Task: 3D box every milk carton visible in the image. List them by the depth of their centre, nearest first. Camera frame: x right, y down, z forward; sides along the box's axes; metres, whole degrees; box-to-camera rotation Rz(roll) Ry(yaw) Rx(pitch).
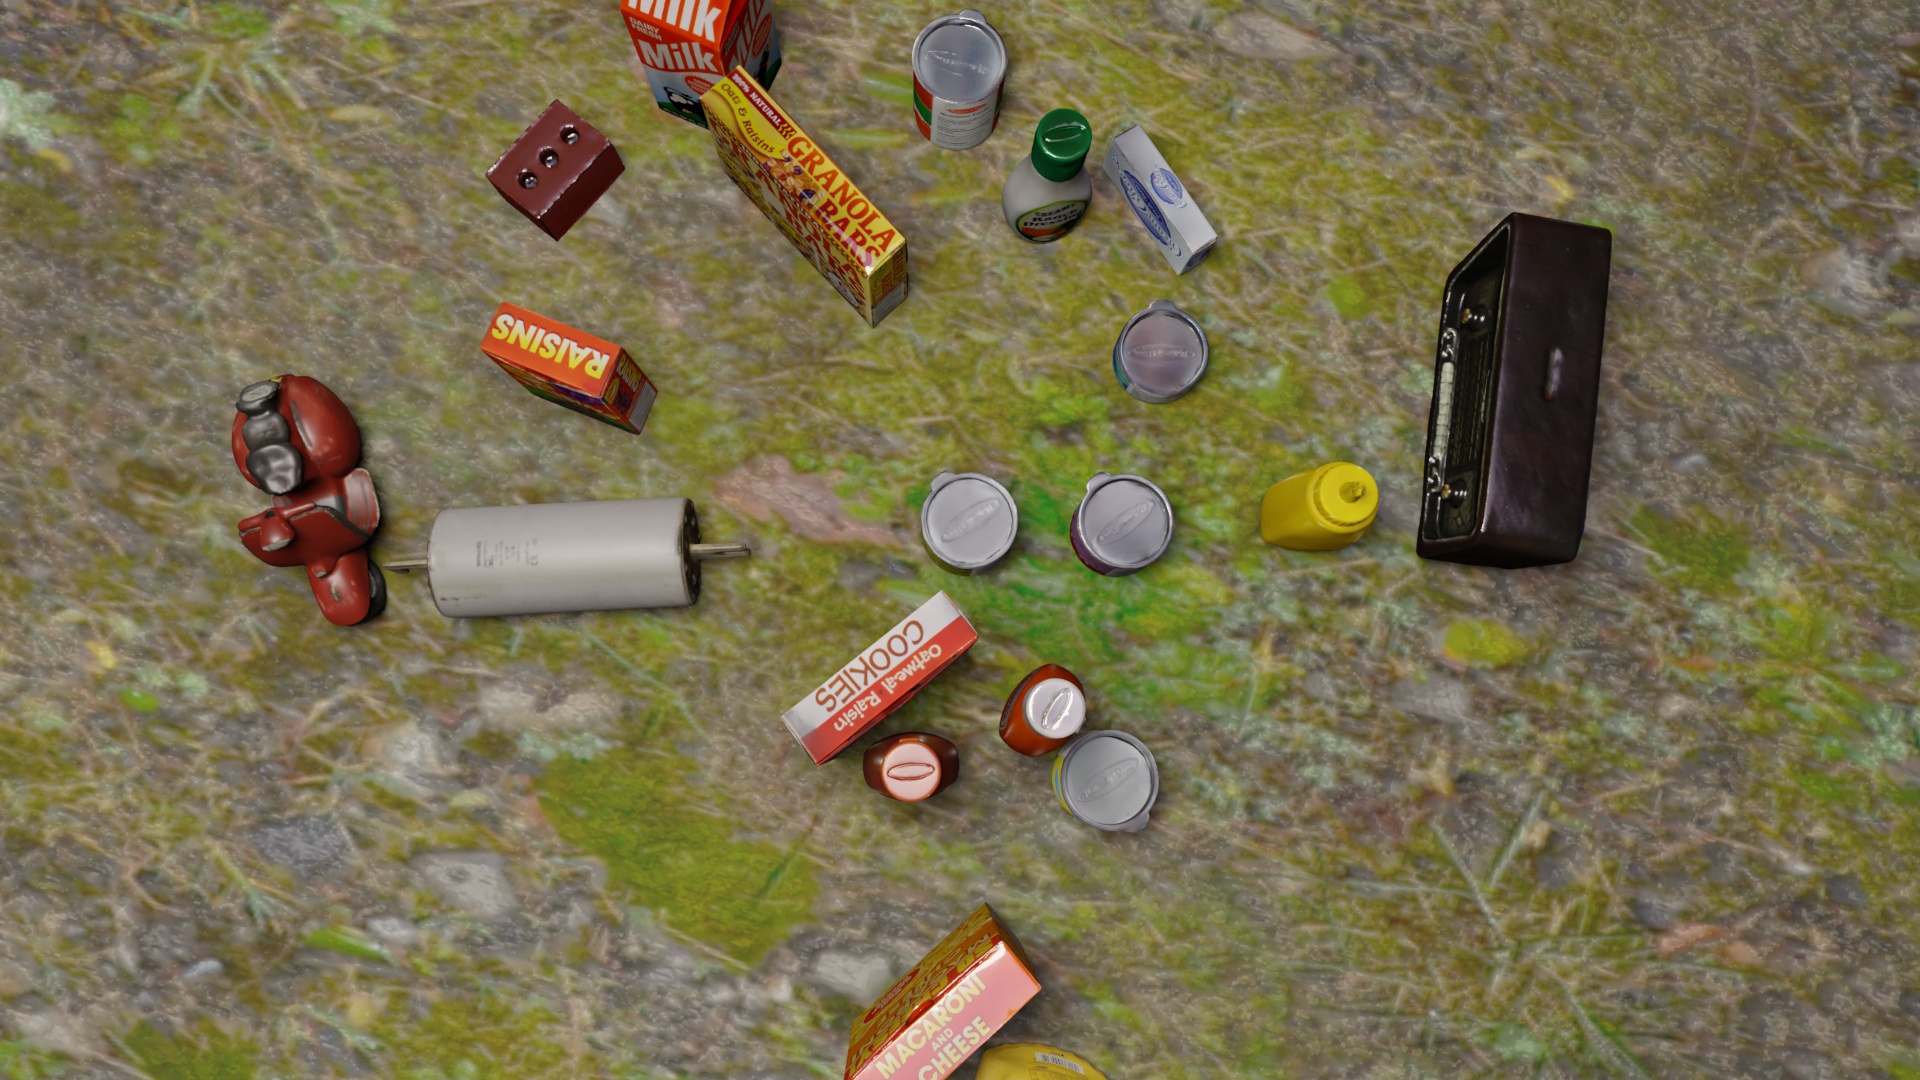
[{"bbox_3d":[-0.175,-0.351,0.944,0.072,0.190,0.073,23,82,1],"label":"milk carton"}]

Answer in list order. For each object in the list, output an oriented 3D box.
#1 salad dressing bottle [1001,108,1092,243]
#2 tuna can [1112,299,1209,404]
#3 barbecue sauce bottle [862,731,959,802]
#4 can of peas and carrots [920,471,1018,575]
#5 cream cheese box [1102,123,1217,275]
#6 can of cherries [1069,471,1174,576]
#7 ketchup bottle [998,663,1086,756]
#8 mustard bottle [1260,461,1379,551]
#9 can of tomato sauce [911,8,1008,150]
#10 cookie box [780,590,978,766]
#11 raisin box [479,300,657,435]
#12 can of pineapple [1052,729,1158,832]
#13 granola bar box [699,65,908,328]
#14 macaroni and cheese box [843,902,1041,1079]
[{"bbox_3d":[0.063,-0.251,0.960,0.064,0.147,0.044,-12,83,-4],"label":"salad dressing bottle"},{"bbox_3d":[0.144,-0.136,1.005,0.071,0.033,0.071,0,82,-2],"label":"tuna can"},{"bbox_3d":[-0.032,0.146,0.899,0.065,0.148,0.043,-3,83,-3],"label":"barbecue sauce bottle"},{"bbox_3d":[0.003,-0.012,0.968,0.071,0.058,0.071,0,82,-2],"label":"can of peas and carrots"},{"bbox_3d":[0.144,-0.247,1.010,0.024,0.053,0.104,-33,84,-6],"label":"cream cheese box"},{"bbox_3d":[0.111,-0.012,0.973,0.071,0.058,0.071,0,82,-2],"label":"can of cherries"},{"bbox_3d":[0.056,0.111,0.907,0.043,0.148,0.065,32,82,2],"label":"ketchup bottle"},{"bbox_3d":[0.246,-0.024,0.928,0.065,0.160,0.049,6,82,-1],"label":"mustard bottle"},{"bbox_3d":[-0.002,-0.330,1.002,0.071,0.083,0.071,0,82,-2],"label":"can of tomato sauce"},{"bbox_3d":[-0.049,0.091,0.897,0.123,0.167,0.040,-39,85,-6],"label":"cookie box"},{"bbox_3d":[-0.262,-0.114,0.940,0.086,0.123,0.040,22,82,1],"label":"raisin box"},{"bbox_3d":[0.098,0.164,0.947,0.071,0.058,0.071,0,82,-2],"label":"can of pineapple"},{"bbox_3d":[-0.104,-0.235,0.963,0.039,0.124,0.165,-43,86,-7],"label":"granola bar box"},{"bbox_3d":[-0.014,0.292,0.870,0.124,0.166,0.040,-41,86,-7],"label":"macaroni and cheese box"}]
